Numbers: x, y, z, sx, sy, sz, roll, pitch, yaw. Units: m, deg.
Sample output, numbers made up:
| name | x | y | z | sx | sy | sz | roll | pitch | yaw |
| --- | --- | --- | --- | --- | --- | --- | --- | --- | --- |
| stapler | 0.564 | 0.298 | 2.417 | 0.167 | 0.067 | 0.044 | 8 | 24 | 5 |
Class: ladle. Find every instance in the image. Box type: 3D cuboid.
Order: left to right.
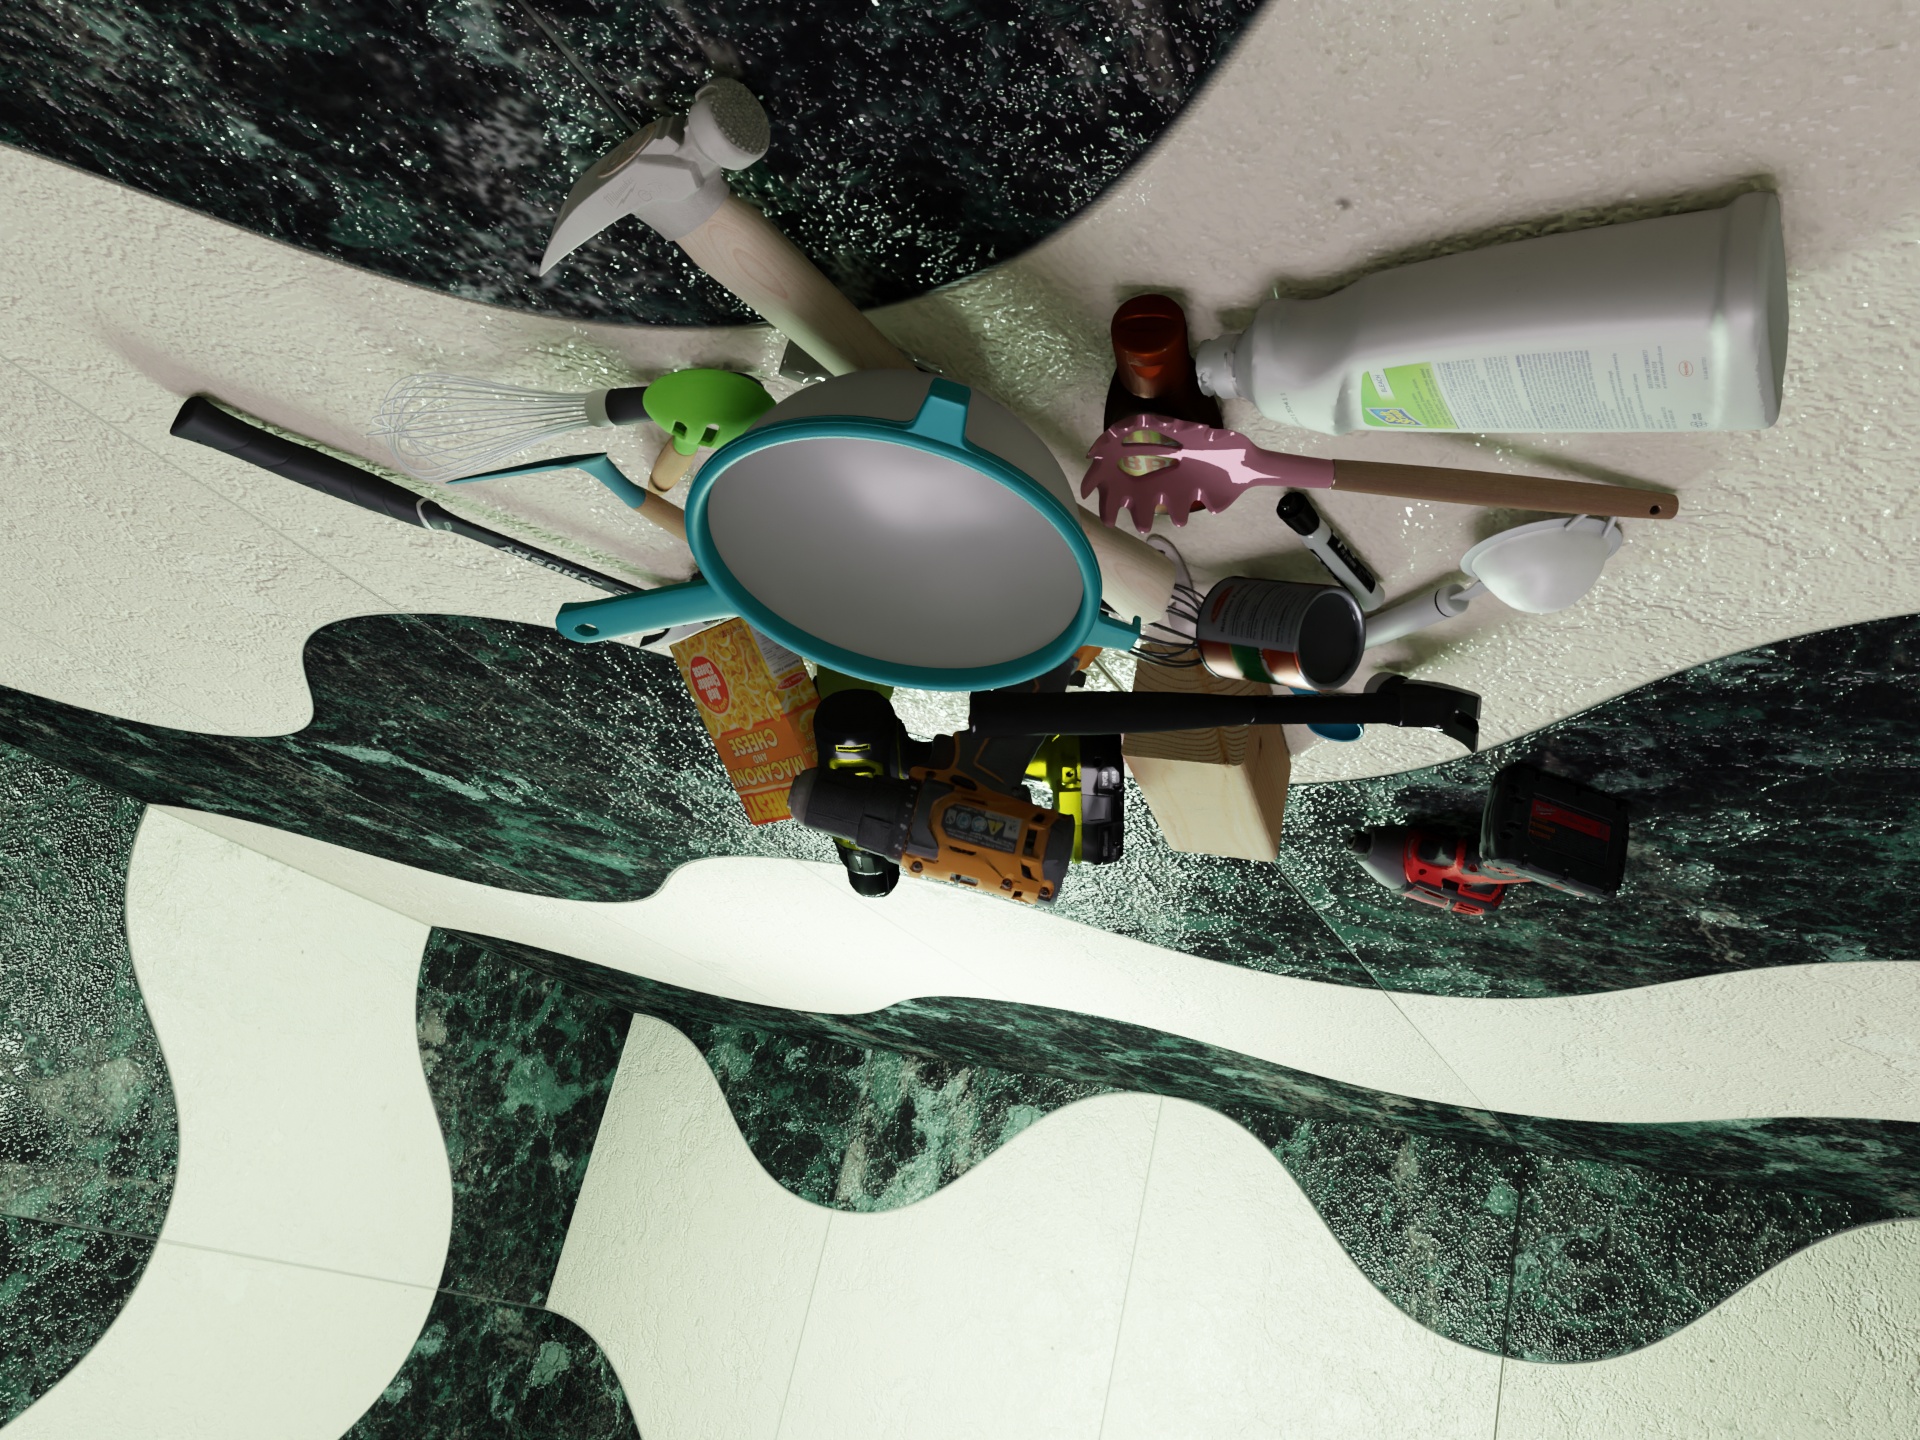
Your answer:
| name | x | y | z | sx | sy | sz | roll | pitch | yaw |
| --- | --- | --- | --- | --- | --- | --- | --- | --- | --- |
| ladle | -0.082 | -0.067 | 1.131 | 0.062 | 0.078 | 0.320 | -17 | 166 | -5 |

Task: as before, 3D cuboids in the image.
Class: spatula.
| name | x | y | z | sx | sy | sz | roll | pitch | yaw |
| --- | --- | --- | --- | --- | --- | --- | --- | --- | --- |
| spatula | -0.200 | -0.127 | 1.043 | 0.082 | 0.044 | 0.317 | -4 | 166 | 23 |

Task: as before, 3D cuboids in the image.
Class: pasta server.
| name | x | y | z | sx | sy | sz | roll | pitch | yaw |
| --- | --- | --- | --- | --- | --- | --- | --- | --- | --- |
| pasta server | 0.215 | -0.119 | 0.807 | 0.316 | 0.040 | 0.060 | 4 | 125 | -6 |

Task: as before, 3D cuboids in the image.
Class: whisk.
| name | x | y | z | sx | sy | sz | roll | pitch | yaw |
| --- | --- | --- | --- | --- | --- | --- | --- | --- | --- |
| whisk | -0.245 | -0.190 | 0.979 | 0.284 | 0.070 | 0.070 | -1 | 156 | 22 |
| whisk | 0.055 | -0.085 | 1.006 | 0.239 | 0.055 | 0.055 | 16 | 160 | -12 |

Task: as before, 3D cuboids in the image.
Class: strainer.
| name | x | y | z | sx | sy | sz | roll | pitch | yaw |
| --- | --- | --- | --- | --- | --- | --- | --- | --- | --- |
| strainer | -0.079 | -0.102 | 0.844 | 0.340 | 0.095 | 0.210 | -7 | 144 | 33 |
| strainer | 0.300 | -0.072 | 0.949 | 0.086 | 0.050 | 0.258 | 6 | 167 | -21 |

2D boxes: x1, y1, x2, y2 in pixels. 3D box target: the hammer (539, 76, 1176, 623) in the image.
| name | x | y | z | sx | sy | sz | roll | pitch | yaw |
| --- | --- | --- | --- | --- | --- | --- | --- | --- | --- |
| hammer | -0.027 | -0.162 | 0.852 | 0.146 | 0.038 | 0.410 | -18 | 140 | 39 |

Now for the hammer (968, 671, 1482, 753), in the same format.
| name | x | y | z | sx | sy | sz | roll | pitch | yaw |
| --- | --- | --- | --- | --- | --- | --- | --- | --- | --- |
| hammer | 0.165 | -0.005 | 1.000 | 0.334 | 0.035 | 0.146 | -1 | -171 | -14 |

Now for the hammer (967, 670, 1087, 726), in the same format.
| name | x | y | z | sx | sy | sz | roll | pitch | yaw |
| --- | --- | --- | --- | --- | --- | --- | --- | --- | --- |
| hammer | 0.034 | 0.011 | 1.347 | 0.149 | 0.037 | 0.358 | 11 | 159 | 9 |

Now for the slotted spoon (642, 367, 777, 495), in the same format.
| name | x | y | z | sx | sy | sz | roll | pitch | yaw |
| --- | --- | --- | --- | --- | --- | --- | --- | --- | --- |
| slotted spoon | -0.162 | -0.158 | 0.936 | 0.070 | 0.031 | 0.314 | 10 | 178 | -16 |

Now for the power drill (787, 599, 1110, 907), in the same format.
| name | x | y | z | sx | sy | sz | roll | pitch | yaw |
| --- | --- | --- | --- | --- | --- | --- | --- | --- | --- |
| power drill | -0.002 | -0.003 | 1.052 | 0.185 | 0.226 | 0.084 | 14 | 160 | 0 |

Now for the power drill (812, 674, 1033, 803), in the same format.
| name | x | y | z | sx | sy | sz | roll | pitch | yaw |
| --- | --- | --- | --- | --- | --- | --- | --- | --- | --- |
| power drill | -0.035 | 0.061 | 1.383 | 0.227 | 0.080 | 0.187 | 24 | 164 | 15 |

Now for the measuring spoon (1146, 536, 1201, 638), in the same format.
| name | x | y | z | sx | sy | sz | roll | pitch | yaw |
| --- | --- | --- | --- | --- | --- | --- | --- | --- | --- |
| measuring spoon | 0.142 | -0.084 | 1.048 | 0.034 | 0.018 | 0.124 | 5 | 157 | 25 |

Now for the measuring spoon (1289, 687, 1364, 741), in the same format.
| name | x | y | z | sx | sy | sz | roll | pitch | yaw |
| --- | --- | --- | --- | --- | --- | --- | --- | --- | --- |
| measuring spoon | 0.252 | -0.026 | 1.141 | 0.042 | 0.021 | 0.128 | -4 | 144 | 42 |

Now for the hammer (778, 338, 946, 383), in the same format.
| name | x | y | z | sx | sy | sz | roll | pitch | yaw |
| --- | --- | --- | --- | --- | --- | --- | --- | --- | --- |
| hammer | -0.074 | -0.143 | 1.016 | 0.130 | 0.031 | 0.331 | 18 | 160 | -10 |

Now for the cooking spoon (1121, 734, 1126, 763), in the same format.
| name | x | y | z | sx | sy | sz | roll | pitch | yaw |
| --- | --- | --- | --- | --- | --- | --- | --- | --- | --- |
| cooking spoon | 0.115 | 0.055 | 1.435 | 0.068 | 0.017 | 0.318 | 16 | 159 | -4 |

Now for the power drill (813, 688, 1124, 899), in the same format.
| name | x | y | z | sx | sy | sz | roll | pitch | yaw |
| --- | --- | --- | --- | --- | --- | --- | --- | --- | --- |
| power drill | 0.007 | 0.060 | 1.209 | 0.228 | 0.080 | 0.190 | -3 | 131 | 2 |

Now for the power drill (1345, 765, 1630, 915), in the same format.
| name | x | y | z | sx | sy | sz | roll | pitch | yaw |
| --- | --- | --- | --- | --- | --- | --- | --- | --- | --- |
| power drill | 0.420 | 0.106 | 1.293 | 0.143 | 0.079 | 0.219 | 19 | 162 | -12 |

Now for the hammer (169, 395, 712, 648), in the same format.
| name | x | y | z | sx | sy | sz | roll | pitch | yaw |
| --- | --- | --- | --- | --- | --- | --- | --- | --- | --- |
| hammer | -0.383 | -0.148 | 1.204 | 0.408 | 0.036 | 0.149 | 21 | 160 | -18 |
